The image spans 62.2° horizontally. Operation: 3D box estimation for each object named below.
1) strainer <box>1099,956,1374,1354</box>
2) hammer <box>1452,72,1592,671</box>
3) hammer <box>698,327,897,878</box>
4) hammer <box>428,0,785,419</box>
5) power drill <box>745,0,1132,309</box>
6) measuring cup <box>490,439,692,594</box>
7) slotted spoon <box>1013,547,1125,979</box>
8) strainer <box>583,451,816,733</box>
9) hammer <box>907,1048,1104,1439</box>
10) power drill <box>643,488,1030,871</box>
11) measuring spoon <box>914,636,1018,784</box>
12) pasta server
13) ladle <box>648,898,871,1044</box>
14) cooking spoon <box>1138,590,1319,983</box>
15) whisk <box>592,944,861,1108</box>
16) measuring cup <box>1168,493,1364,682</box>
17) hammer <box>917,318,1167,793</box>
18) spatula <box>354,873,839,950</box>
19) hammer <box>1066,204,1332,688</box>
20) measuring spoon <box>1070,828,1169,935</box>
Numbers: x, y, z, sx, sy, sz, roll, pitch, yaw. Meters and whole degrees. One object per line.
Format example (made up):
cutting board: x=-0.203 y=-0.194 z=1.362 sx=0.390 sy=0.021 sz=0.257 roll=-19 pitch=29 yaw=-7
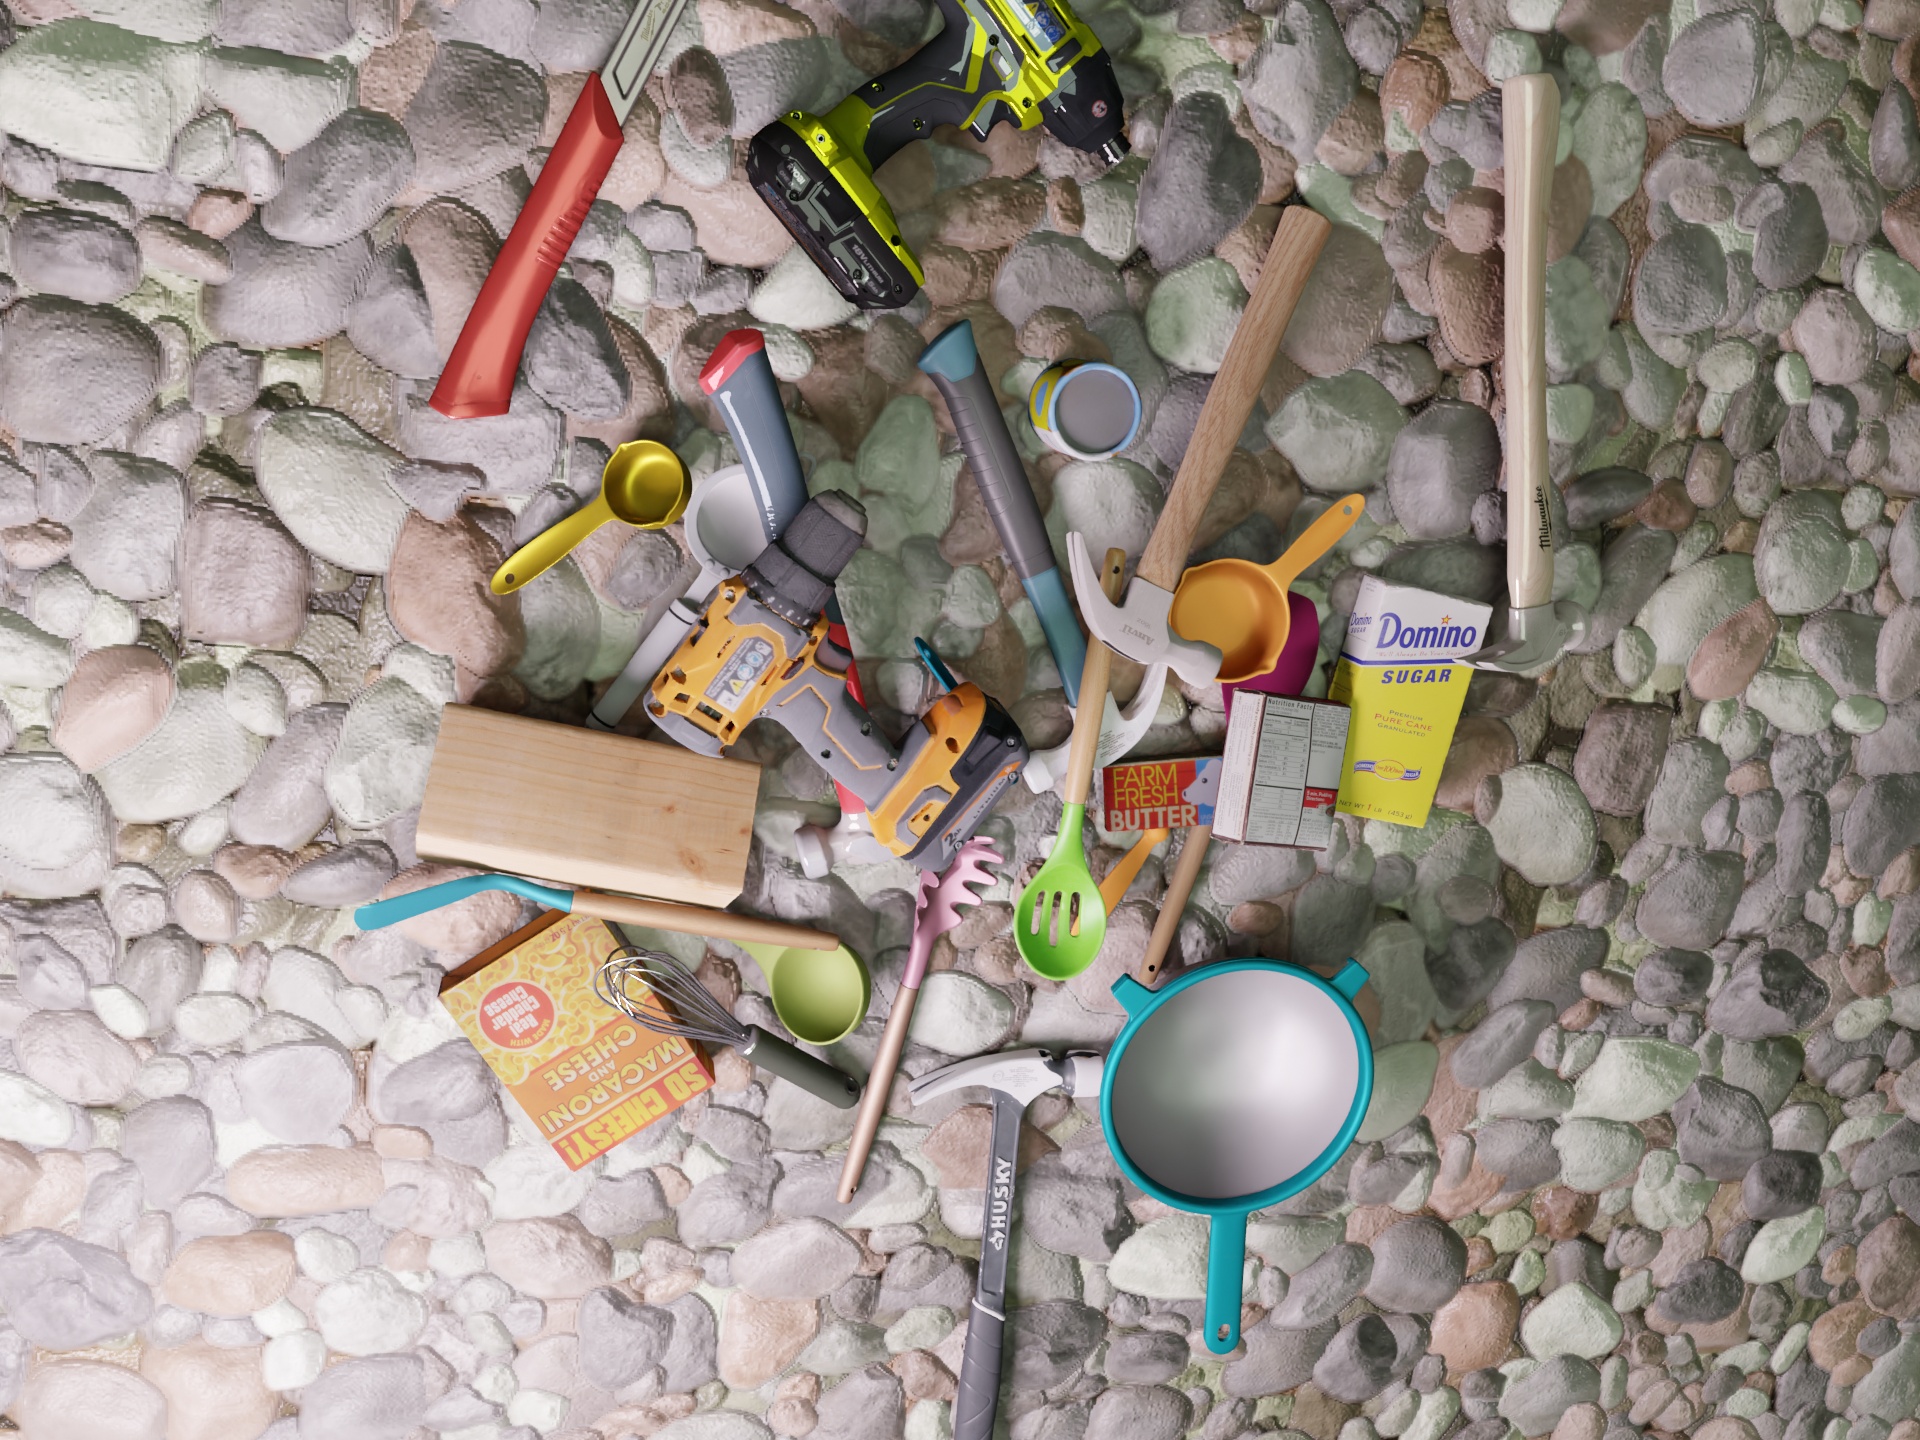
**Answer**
strainer: x=0.200 y=0.323 z=1.235 sx=0.211 sy=0.095 sz=0.340 roll=-3 pitch=108 yaw=-9
hammer: x=0.397 y=-0.239 z=1.128 sx=0.146 sy=0.038 sz=0.410 roll=-16 pitch=107 yaw=-41
hammer: x=-0.082 y=-0.073 z=1.057 sx=0.143 sy=0.038 sz=0.386 roll=-17 pitch=119 yaw=-8
hammer: x=-0.243 y=-0.352 z=0.984 sx=0.149 sy=0.037 sz=0.359 roll=28 pitch=97 yaw=-18
power drill: x=-0.009 y=-0.372 z=1.010 sx=0.223 sy=0.080 sz=0.171 roll=-42 pitch=109 yaw=-2
measuring cup: x=-0.244 y=-0.127 z=1.052 sx=0.156 sy=0.029 sz=0.062 roll=-32 pitch=81 yaw=12
slotted spoon: x=0.088 y=0.033 z=1.131 sx=0.070 sy=0.031 sz=0.313 roll=5 pitch=103 yaw=-12
strainer: x=-0.182 y=-0.081 z=1.068 sx=0.086 sy=0.050 sz=0.258 roll=34 pitch=100 yaw=-27
hammer: x=0.020 y=0.450 z=1.261 sx=0.149 sy=0.036 sz=0.408 roll=2 pitch=105 yaw=-12
power drill: x=-0.062 y=-0.025 z=1.023 sx=0.226 sy=0.084 sz=0.185 roll=33 pitch=99 yaw=-25
measuring spoon: x=-0.002 y=-0.004 z=1.137 sx=0.021 sy=0.042 sz=0.128 roll=-31 pitch=102 yaw=21
pasta server: x=-0.040 y=0.225 z=1.184 sx=0.060 sy=0.040 sz=0.316 roll=5 pitch=108 yaw=-44
ladle: x=-0.203 y=0.130 z=1.115 sx=0.320 sy=0.062 sz=0.078 roll=31 pitch=104 yaw=-15
cooking spoon: x=0.193 y=0.053 z=1.198 sx=0.068 sy=0.017 sz=0.319 roll=18 pitch=100 yaw=-6
whisk: x=-0.159 y=0.225 z=1.132 sx=0.059 sy=0.058 sz=0.246 roll=-36 pitch=128 yaw=21
measuring cup: x=0.217 y=-0.101 z=1.140 sx=0.173 sy=0.052 sz=0.095 roll=-43 pitch=97 yaw=-2
hammer: x=0.048 y=-0.116 z=1.113 sx=0.128 sy=0.033 sz=0.330 roll=-25 pitch=109 yaw=-4
spatula: x=-0.237 y=0.137 z=1.070 sx=0.317 sy=0.082 sz=0.044 roll=10 pitch=70 yaw=-14
hammer: x=0.173 y=-0.197 z=1.086 sx=0.130 sy=0.031 sz=0.331 roll=24 pitch=87 yaw=-14
measuring spoon: x=0.121 y=0.123 z=1.205 sx=0.021 sy=0.011 sz=0.117 roll=34 pitch=96 yaw=-18
